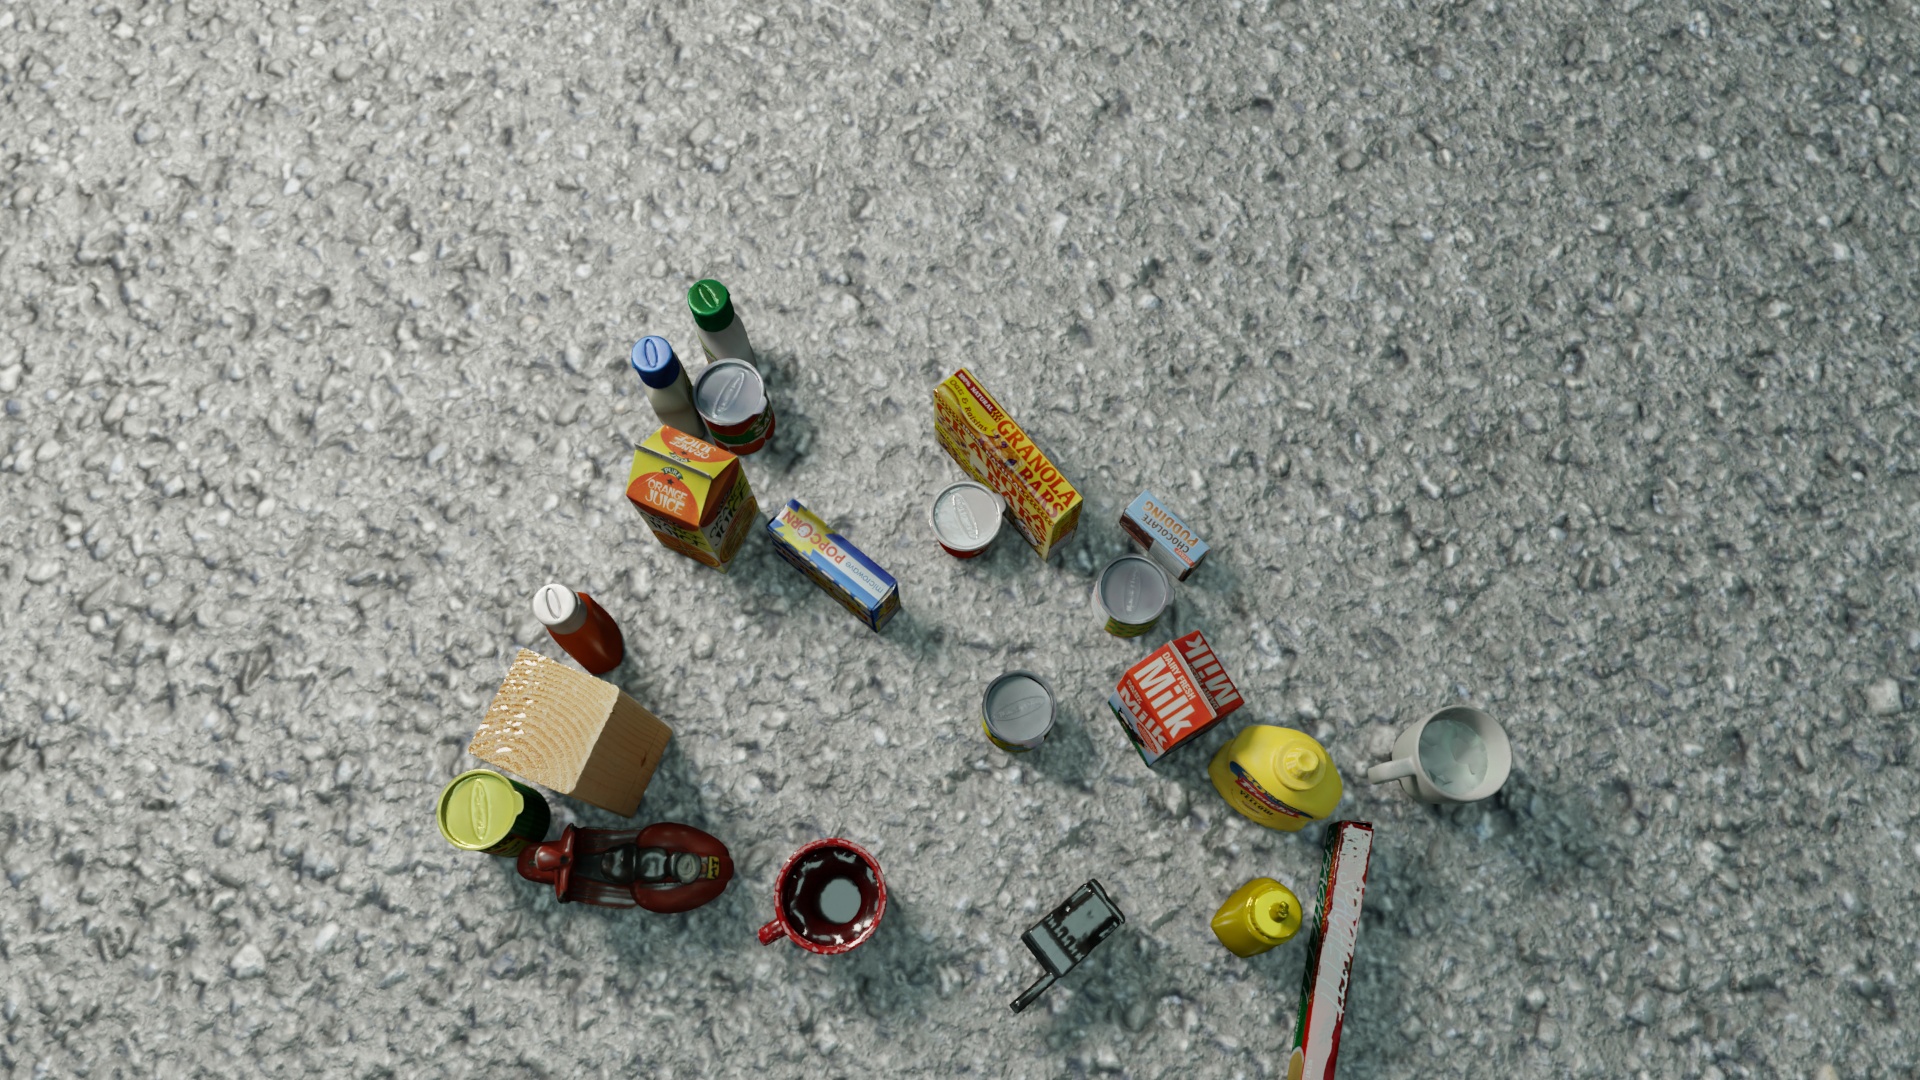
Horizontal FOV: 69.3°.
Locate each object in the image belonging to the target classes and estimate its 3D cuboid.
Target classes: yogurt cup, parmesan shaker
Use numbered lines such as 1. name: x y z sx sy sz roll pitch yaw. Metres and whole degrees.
1. yogurt cup: 0.005 -0.016 1.291 0.072 0.053 0.072 0 73 0
2. parmesan shaker: -0.393 0.234 1.185 0.071 0.102 0.071 0 73 0

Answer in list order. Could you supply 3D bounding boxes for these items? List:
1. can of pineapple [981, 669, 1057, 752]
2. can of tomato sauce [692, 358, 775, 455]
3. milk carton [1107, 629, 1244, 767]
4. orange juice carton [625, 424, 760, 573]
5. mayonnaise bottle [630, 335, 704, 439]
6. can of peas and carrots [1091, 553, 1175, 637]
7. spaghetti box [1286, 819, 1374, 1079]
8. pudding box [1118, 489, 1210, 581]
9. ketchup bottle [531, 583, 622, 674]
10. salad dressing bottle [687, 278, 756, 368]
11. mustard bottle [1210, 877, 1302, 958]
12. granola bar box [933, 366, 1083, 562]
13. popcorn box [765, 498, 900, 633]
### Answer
1. can of pineapple: 0.051 0.155 1.236 0.071 0.057 0.071 0 73 0
2. can of tomato sauce: -0.210 -0.124 1.309 0.071 0.083 0.071 0 73 0
3. milk carton: 0.182 0.133 1.174 0.073 0.190 0.072 -29 75 -8
4. orange juice carton: -0.236 -0.040 1.225 0.072 0.192 0.073 24 75 7
5. mayonnaise bottle: -0.269 -0.142 1.280 0.041 0.147 0.065 -14 74 -4
6. can of peas and carrots: 0.157 0.051 1.268 0.071 0.058 0.071 0 73 0
7. spaghetti box: 0.312 0.361 1.176 0.029 0.050 0.251 13 73 4
8. pudding box: 0.189 -0.004 1.290 0.030 0.049 0.084 -44 78 -12
9. ketchup bottle: -0.334 0.073 1.212 0.043 0.148 0.065 -20 74 -6
10. salad dressing bottle: -0.224 -0.195 1.297 0.044 0.147 0.064 -32 76 -9
11. mustard bottle: 0.247 0.307 1.135 0.065 0.159 0.049 -41 77 -11
12. granola bar box: 0.042 -0.068 1.271 0.039 0.124 0.166 -38 77 -11
13. popcorn box: -0.114 0.024 1.262 0.127 0.085 0.038 38 77 11
